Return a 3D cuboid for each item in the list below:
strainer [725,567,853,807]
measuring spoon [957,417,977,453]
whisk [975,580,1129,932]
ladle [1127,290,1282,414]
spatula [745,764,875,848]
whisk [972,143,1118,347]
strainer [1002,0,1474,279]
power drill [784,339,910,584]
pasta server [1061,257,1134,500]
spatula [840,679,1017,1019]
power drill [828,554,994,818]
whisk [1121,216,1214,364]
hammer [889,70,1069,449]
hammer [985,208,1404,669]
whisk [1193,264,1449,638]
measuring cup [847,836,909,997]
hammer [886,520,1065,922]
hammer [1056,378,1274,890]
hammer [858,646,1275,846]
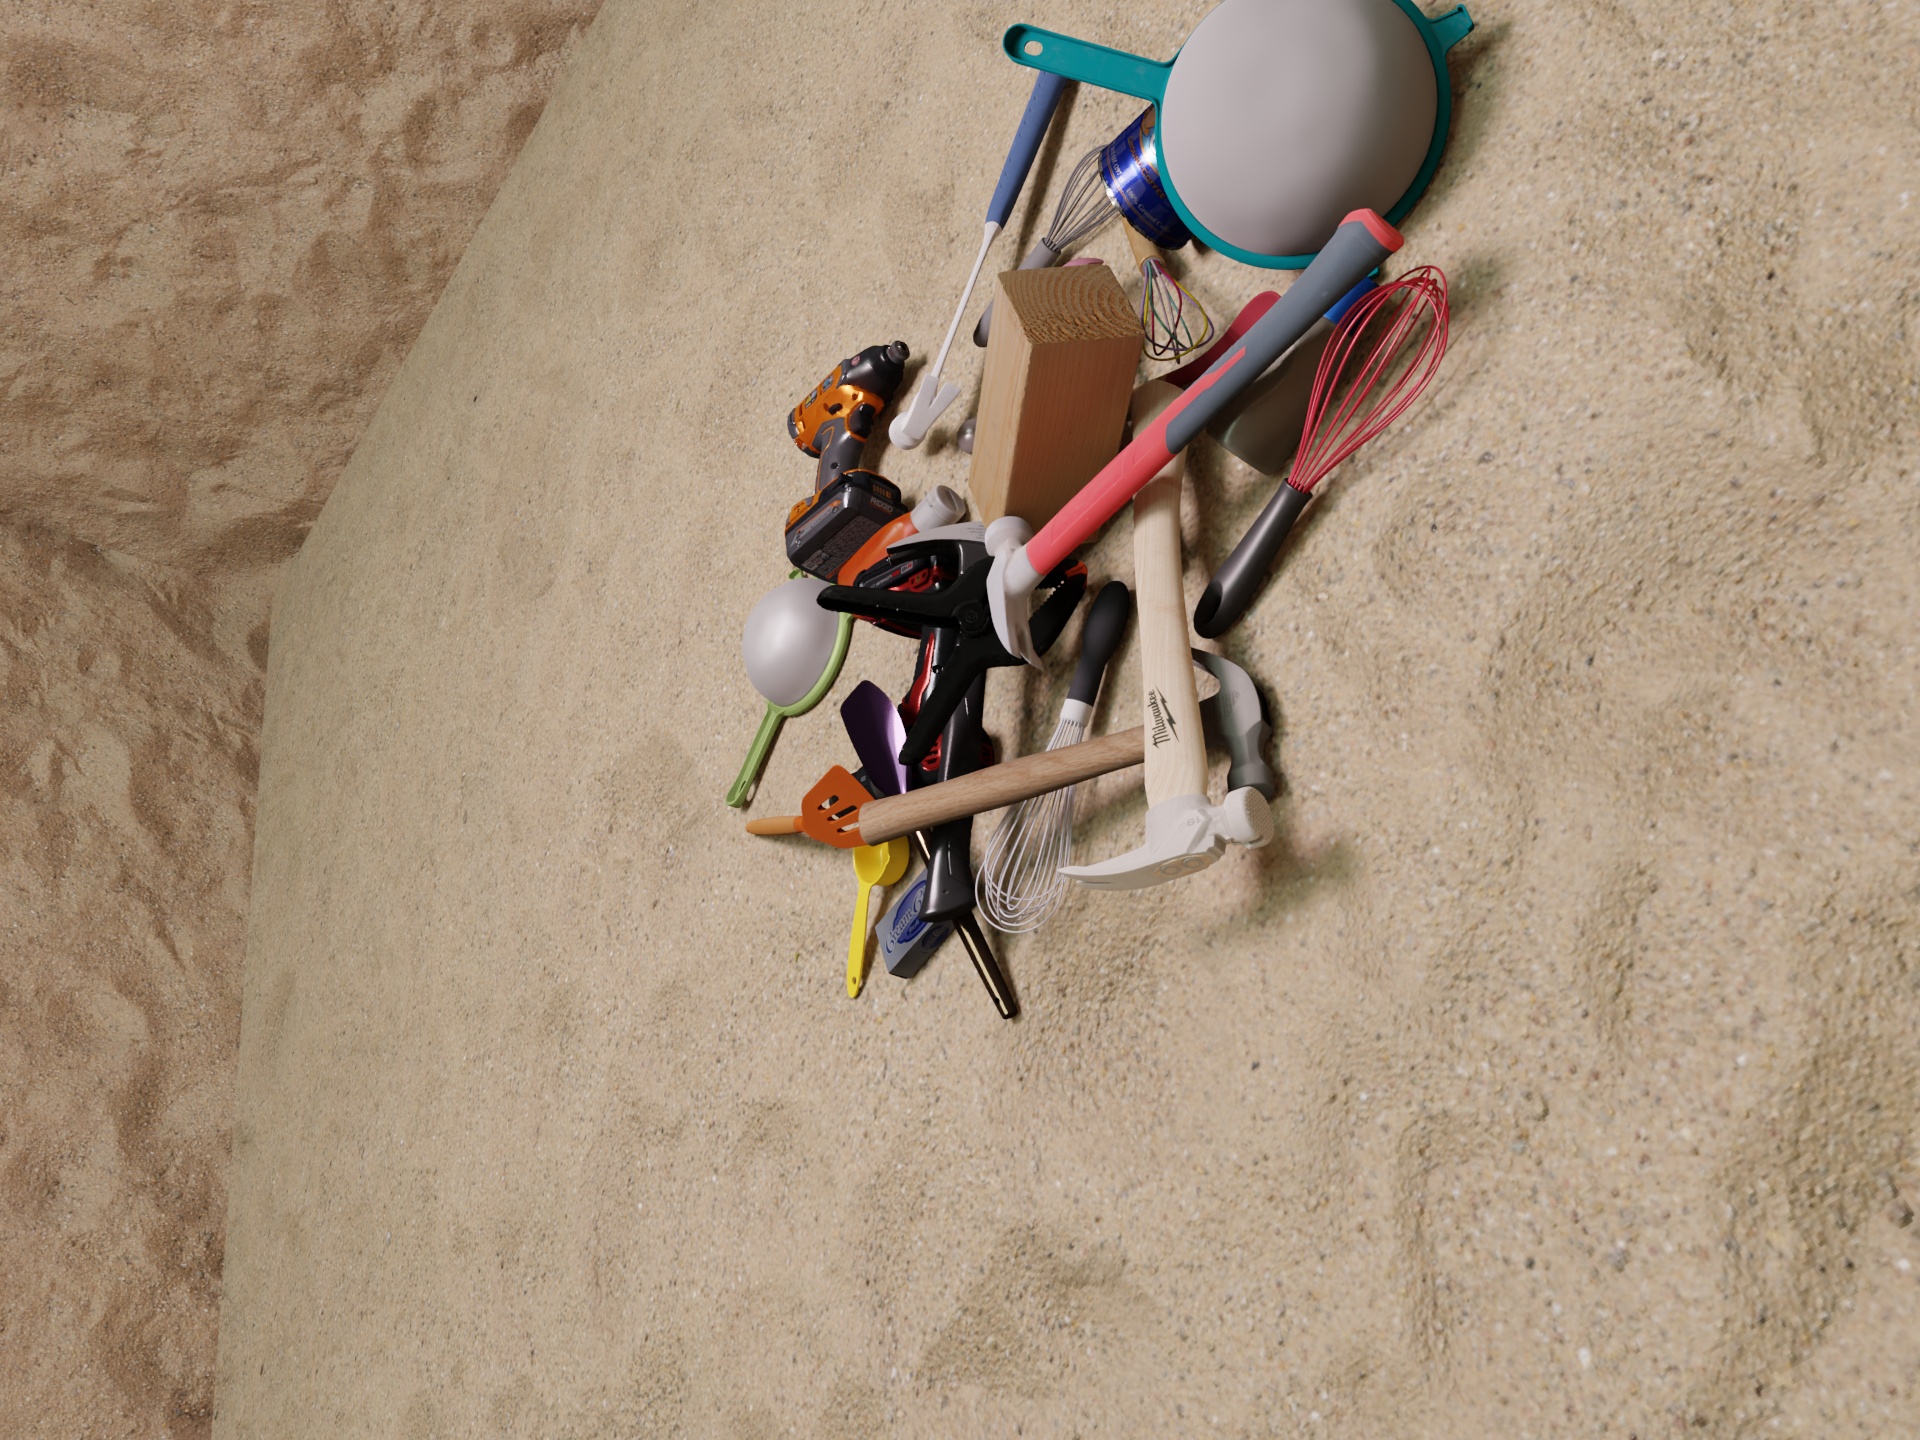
[{"bbox_3d":[-0.199,-0.036,1.598,0.152,0.069,0.256,29,96,55],"label":"strainer"},{"bbox_3d":[0.036,-0.292,1.449,0.124,0.018,0.034,-43,43,32],"label":"measuring spoon"},{"bbox_3d":[0.079,0.025,1.211,0.070,0.070,0.285,6,74,54],"label":"whisk"},{"bbox_3d":[0.150,-0.262,1.275,0.315,0.031,0.069,-16,64,51],"label":"ladle"},{"bbox_3d":[-0.144,0.089,1.446,0.041,0.081,0.322,-44,11,-19],"label":"spatula"},{"bbox_3d":[0.082,-0.424,1.432,0.239,0.055,0.055,-47,41,36],"label":"whisk"},{"bbox_3d":[0.171,-0.451,1.122,0.340,0.095,0.211,23,102,18],"label":"strainer"},{"bbox_3d":[-0.105,-0.267,1.577,0.164,0.084,0.227,-35,44,38],"label":"power drill"},{"bbox_3d":[0.125,-0.249,1.267,0.060,0.040,0.316,-43,53,42],"label":"pasta server"},{"bbox_3d":[-0.026,0.098,1.273,0.059,0.018,0.316,-45,58,32],"label":"spatula"},{"bbox_3d":[-0.048,-0.025,1.388,0.188,0.080,0.227,-24,59,46],"label":"power drill"},{"bbox_3d":[0.153,-0.353,1.273,0.047,0.051,0.245,-52,28,32],"label":"whisk"},{"bbox_3d":[0.029,-0.451,1.482,0.144,0.035,0.405,167,125,-76],"label":"hammer"},{"bbox_3d":[0.153,-0.195,1.105,0.386,0.038,0.143,-42,37,32],"label":"hammer"},{"bbox_3d":[0.242,-0.176,1.088,0.295,0.073,0.073,-60,36,26],"label":"whisk"},{"bbox_3d":[-0.074,0.164,1.380,0.062,0.029,0.156,13,96,55],"label":"measuring cup"},{"bbox_3d":[-0.002,-0.004,1.268,0.035,0.146,0.335,74,-159,-71],"label":"hammer"},{"bbox_3d":[0.135,-0.076,1.124,0.146,0.038,0.411,-22,50,32],"label":"hammer"},{"bbox_3d":[0.067,0.034,1.157,0.331,0.031,0.130,-17,55,27],"label":"hammer"}]
